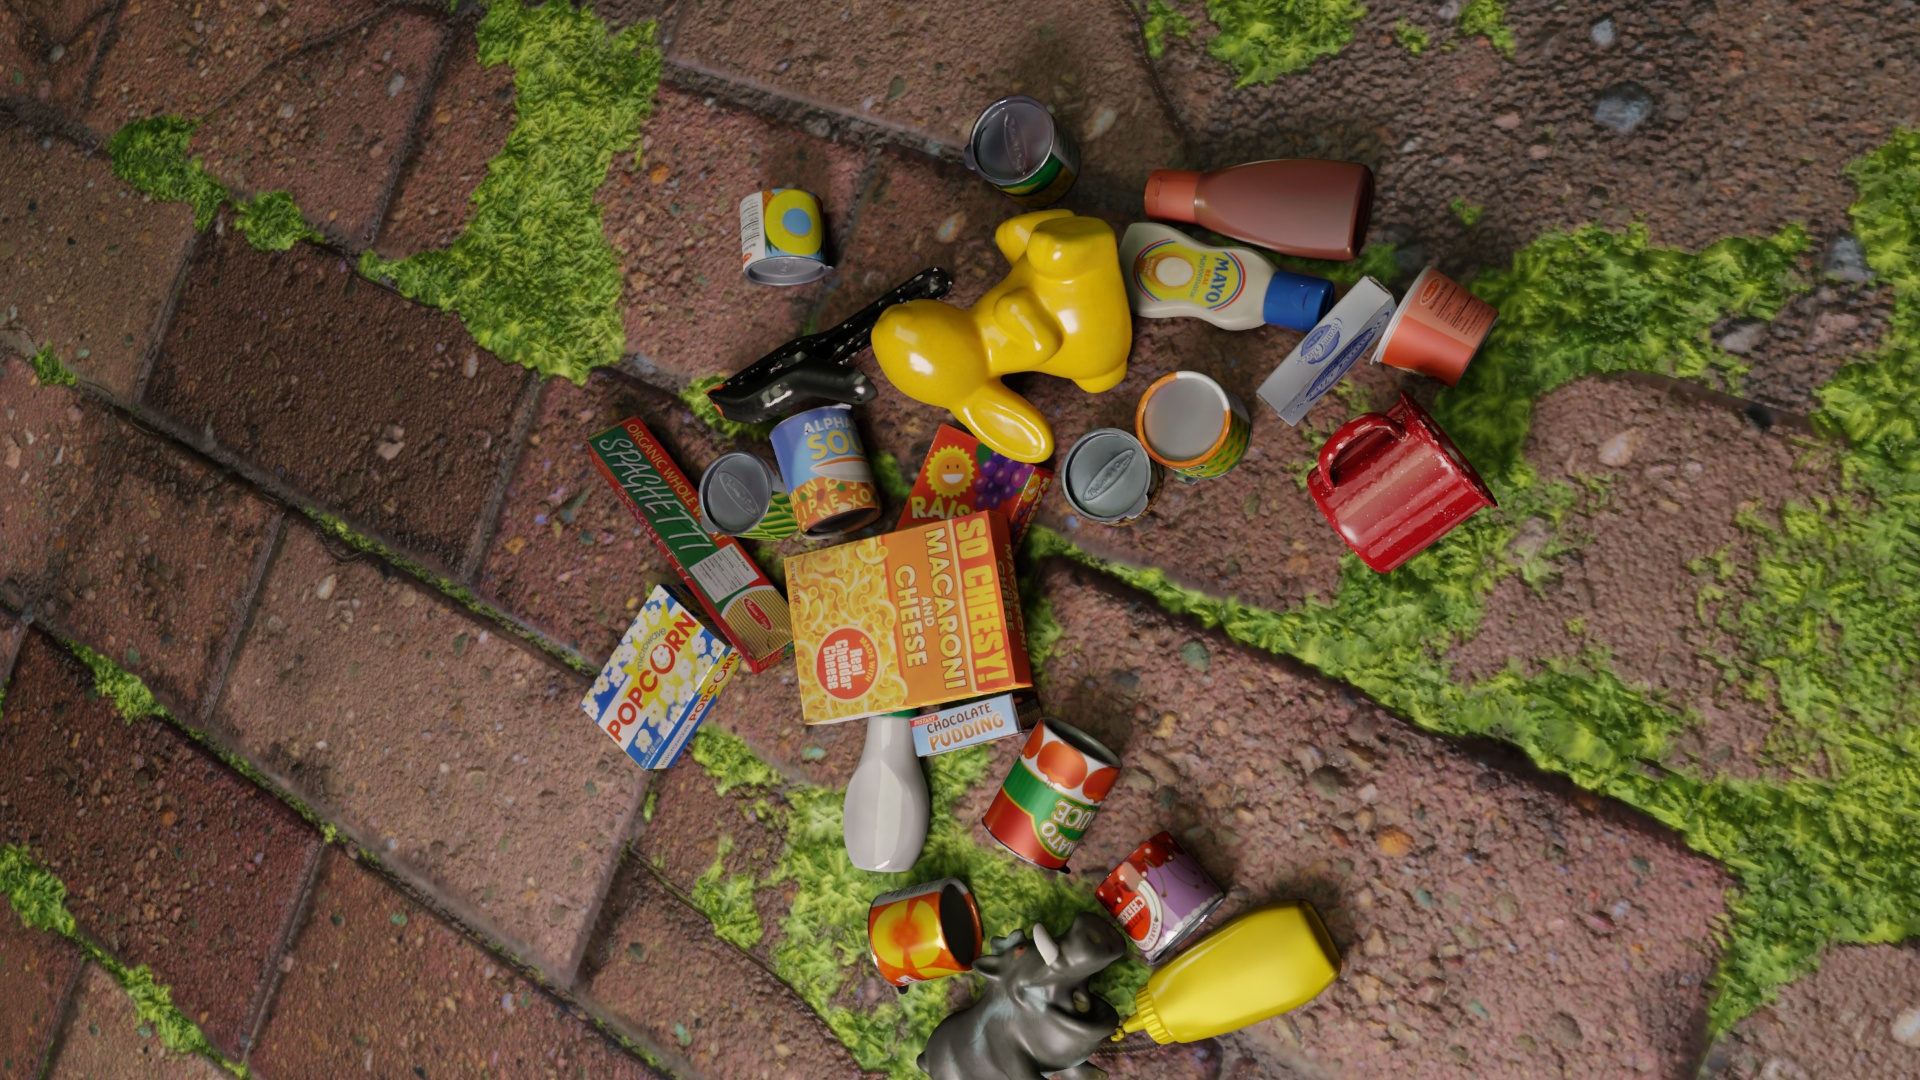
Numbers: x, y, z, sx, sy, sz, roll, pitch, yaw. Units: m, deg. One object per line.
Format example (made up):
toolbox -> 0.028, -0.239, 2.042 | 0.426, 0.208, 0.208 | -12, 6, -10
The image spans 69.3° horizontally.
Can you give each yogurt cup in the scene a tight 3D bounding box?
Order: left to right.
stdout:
yogurt cup -> 0.302, -0.132, 0.878 | 0.054, 0.072, 0.072 | 31, 98, 16

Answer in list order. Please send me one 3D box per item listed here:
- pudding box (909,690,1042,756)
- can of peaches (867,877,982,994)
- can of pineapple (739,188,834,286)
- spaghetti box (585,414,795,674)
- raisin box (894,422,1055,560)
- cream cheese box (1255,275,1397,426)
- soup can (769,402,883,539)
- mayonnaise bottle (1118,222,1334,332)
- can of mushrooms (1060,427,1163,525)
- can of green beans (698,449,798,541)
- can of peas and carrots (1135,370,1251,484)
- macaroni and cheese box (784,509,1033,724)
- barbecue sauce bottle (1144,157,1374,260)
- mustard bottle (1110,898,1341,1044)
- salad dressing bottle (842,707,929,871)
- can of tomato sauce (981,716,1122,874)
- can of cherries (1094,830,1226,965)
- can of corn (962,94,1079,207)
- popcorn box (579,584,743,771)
pudding box -> 0.012, 0.130, 0.989 | 0.083, 0.050, 0.030 | -16, 80, 23
can of peaches -> -0.024, 0.278, 0.980 | 0.058, 0.071, 0.071 | -20, 77, 21
can of pineapple -> -0.137, -0.237, 1.092 | 0.071, 0.071, 0.058 | -8, 81, 24
spaghetti box -> -0.212, -0.001, 1.106 | 0.050, 0.028, 0.250 | -31, 67, -24
raisin box -> 0.004, -0.013, 1.015 | 0.086, 0.040, 0.123 | 27, 97, 26
cream cheese box -> 0.241, -0.123, 0.910 | 0.103, 0.053, 0.024 | -48, 70, 13
soup can -> -0.099, -0.052, 1.051 | 0.071, 0.071, 0.084 | -25, 75, 21
mayonnaise bottle -> 0.179, -0.175, 0.951 | 0.148, 0.041, 0.064 | 18, 94, 26
can of mushrooms -> 0.108, -0.042, 0.974 | 0.071, 0.033, 0.071 | -3, 82, 24
can of green beans -> -0.160, -0.034, 1.082 | 0.071, 0.058, 0.071 | -3, 83, 24
can of peas and carrots -> 0.157, -0.075, 0.941 | 0.071, 0.059, 0.071 | -3, 83, 25
macaroni and cheese box -> -0.038, 0.056, 0.982 | 0.166, 0.040, 0.124 | -13, 78, 24
barbecue sauce bottle -> 0.201, -0.230, 0.947 | 0.148, 0.044, 0.065 | 12, 90, 26
mustard bottle -> 0.165, 0.289, 0.902 | 0.160, 0.049, 0.065 | -31, 72, 19
salad dressing bottle -> -0.052, 0.165, 1.019 | 0.064, 0.044, 0.147 | 1, 83, 27
can of tomato sauce -> 0.064, 0.174, 0.951 | 0.071, 0.071, 0.083 | 32, 97, 24
can of cherries -> 0.129, 0.235, 0.912 | 0.071, 0.071, 0.058 | -48, 68, 13
can of corn -> 0.045, -0.282, 1.015 | 0.071, 0.058, 0.071 | -3, 84, 24
popcorn box -> -0.237, 0.109, 1.112 | 0.085, 0.038, 0.126 | 39, 100, 24
